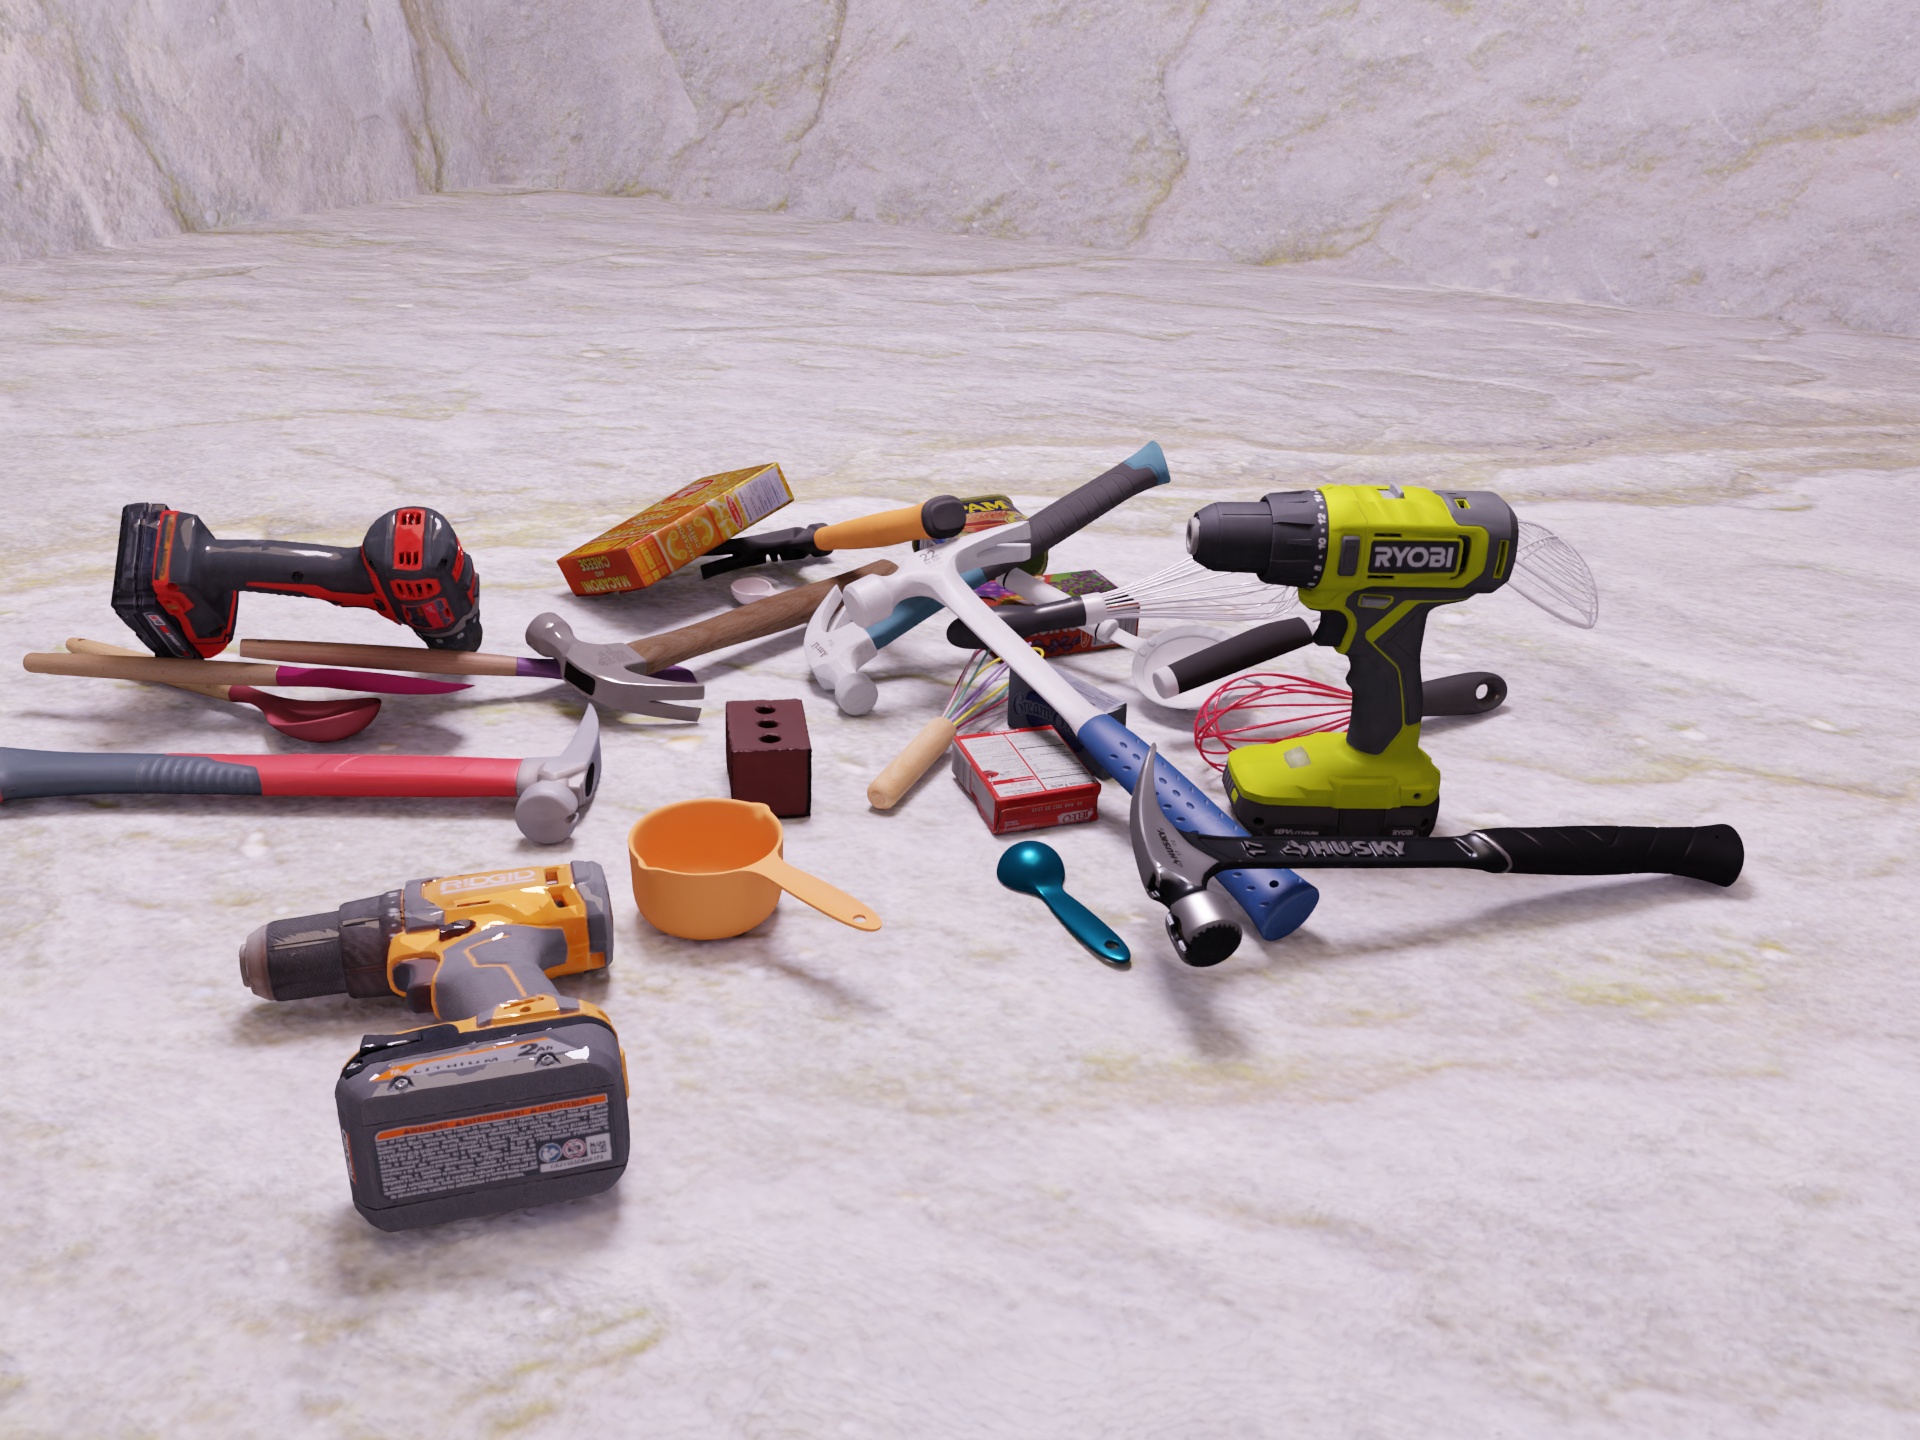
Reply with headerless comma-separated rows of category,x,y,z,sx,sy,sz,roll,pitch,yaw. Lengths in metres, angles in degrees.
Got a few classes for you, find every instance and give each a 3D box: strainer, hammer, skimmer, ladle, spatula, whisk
strainer,0.119,-0.065,1.212,0.259,0.050,0.087,31,60,26
hammer,-0.163,-0.075,1.237,0.130,0.031,0.331,36,38,27
skimmer,0.307,-0.066,1.174,0.363,0.090,0.127,-21,46,-13
hammer,0.026,-0.122,1.227,0.331,0.033,0.128,-32,38,-10
ladle,-0.540,-0.026,1.144,0.315,0.031,0.069,13,21,26
spatula,-0.348,-0.042,1.150,0.315,0.018,0.060,3,22,-23
whisk,0.000,-0.004,1.122,0.047,0.051,0.245,18,33,18
hammer,-0.430,0.028,1.027,0.386,0.038,0.143,1,25,-2
hammer,0.287,0.074,0.927,0.408,0.036,0.149,1,38,-19
hammer,-0.099,-0.149,1.287,0.127,0.034,0.337,-14,8,-28
hammer,0.084,-0.006,1.033,0.144,0.035,0.406,-27,48,-20
whisk,0.283,-0.008,1.134,0.295,0.073,0.073,-7,27,-29
whisk,0.127,-0.088,1.172,0.284,0.070,0.070,-11,28,-9

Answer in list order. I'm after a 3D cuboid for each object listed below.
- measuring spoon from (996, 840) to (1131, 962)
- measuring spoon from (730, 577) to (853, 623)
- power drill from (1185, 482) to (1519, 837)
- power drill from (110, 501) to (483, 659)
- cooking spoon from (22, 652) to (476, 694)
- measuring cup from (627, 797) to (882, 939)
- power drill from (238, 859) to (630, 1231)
measuring spoon,0.063,0.101,0.928,0.042,0.021,0.129,-11,28,-25
measuring spoon,-0.138,-0.092,1.327,0.124,0.018,0.034,21,33,21
power drill,0.229,-0.036,0.987,0.190,0.228,0.080,0,26,-3
power drill,-0.456,-0.088,1.131,0.226,0.187,0.080,-2,70,-7
cooking spoon,-0.492,-0.032,1.096,0.319,0.017,0.069,3,-1,5
measuring cup,-0.112,0.100,0.888,0.174,0.052,0.095,22,32,32
power drill,-0.253,0.142,0.762,0.185,0.084,0.226,-6,23,-16
